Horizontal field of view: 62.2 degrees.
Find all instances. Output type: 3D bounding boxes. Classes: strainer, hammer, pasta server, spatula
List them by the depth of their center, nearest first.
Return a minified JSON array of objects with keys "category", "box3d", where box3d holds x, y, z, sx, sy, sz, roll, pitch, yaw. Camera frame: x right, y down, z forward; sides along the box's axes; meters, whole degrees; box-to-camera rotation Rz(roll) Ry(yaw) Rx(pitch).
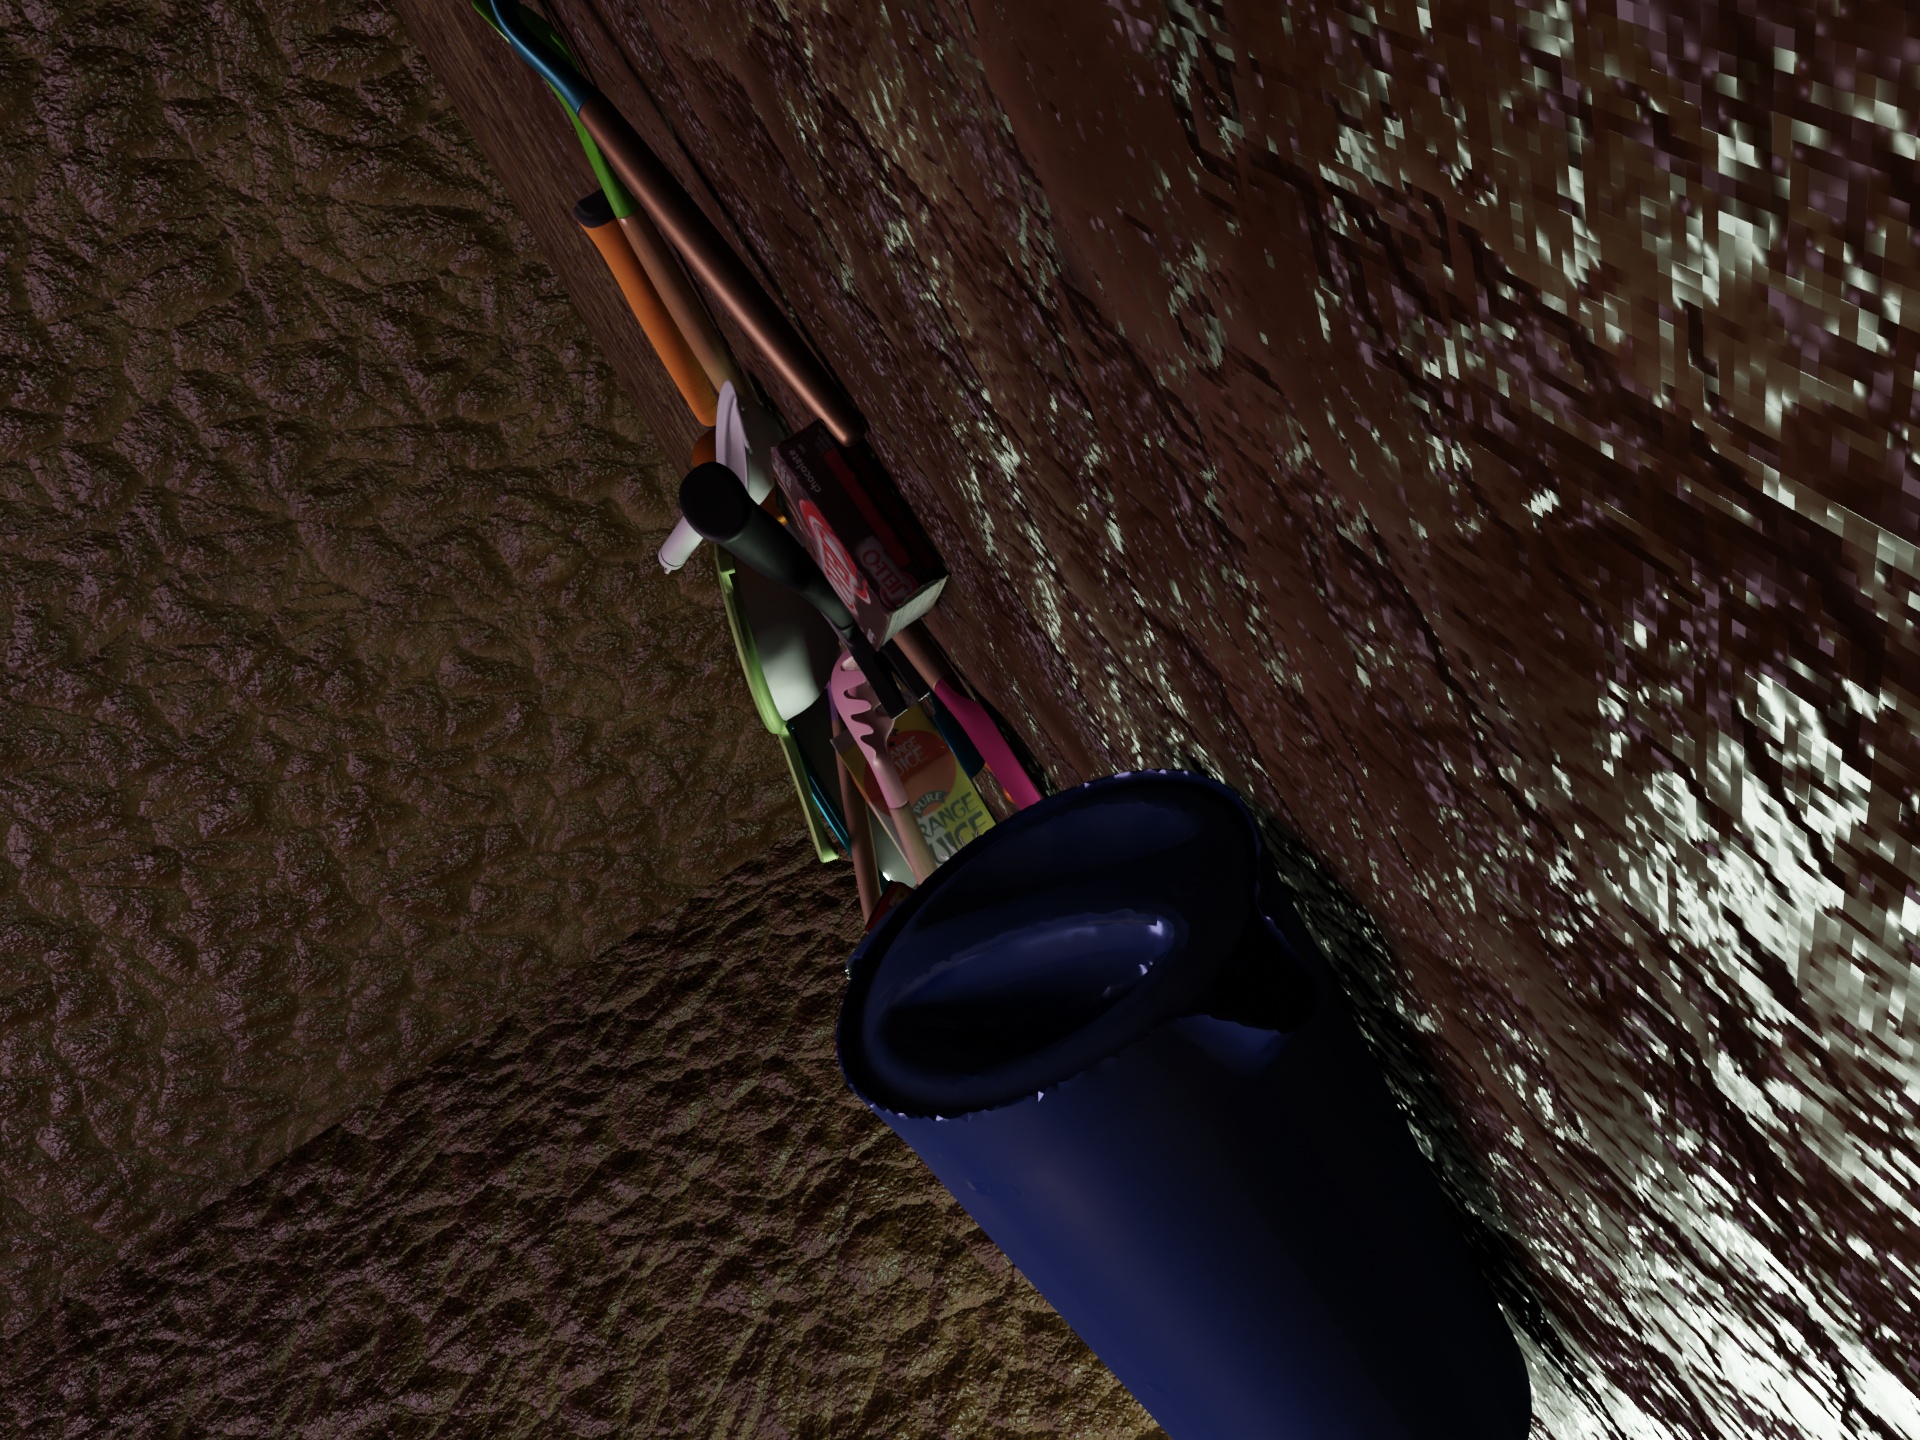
[{"category":"spatula","box3d":[-0.132,-0.247,0.672,0.317,0.044,0.082,52,173,5]},{"category":"hammer","box3d":[-0.088,-0.080,0.887,0.146,0.035,0.334,54,-177,8]},{"category":"strainer","box3d":[-0.154,-0.142,1.007,0.258,0.050,0.087,-32,65,61]},{"category":"pasta server","box3d":[-0.028,0.080,1.130,0.060,0.040,0.316,-61,-43,-55]},{"category":"hammer","box3d":[-0.191,-0.240,1.151,0.127,0.034,0.336,55,174,35]},{"category":"strainer","box3d":[-0.112,-0.021,1.174,0.151,0.069,0.256,-109,2,-78]},{"category":"spatula","box3d":[-0.088,0.024,1.224,0.059,0.018,0.316,49,-151,-71]},{"category":"strainer","box3d":[-0.073,0.039,1.401,0.211,0.095,0.340,58,-179,-9]}]

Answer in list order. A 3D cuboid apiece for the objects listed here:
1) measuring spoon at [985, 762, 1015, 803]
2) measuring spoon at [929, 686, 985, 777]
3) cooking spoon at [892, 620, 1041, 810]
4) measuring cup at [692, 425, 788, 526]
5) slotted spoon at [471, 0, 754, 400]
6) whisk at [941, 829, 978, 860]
[{"category":"measuring spoon","box3d":[0.018,0.030,0.934,0.021,0.011,0.117,59,174,-18]},{"category":"measuring spoon","box3d":[-0.001,-0.003,0.940,0.042,0.021,0.129,58,-176,-19]},{"category":"cooking spoon","box3d":[-0.020,-0.036,0.872,0.319,0.017,0.068,54,178,36]},{"category":"measuring cup","box3d":[-0.126,-0.128,1.097,0.173,0.052,0.095,63,173,-26]},{"category":"slotted spoon","box3d":[-0.177,-0.271,0.906,0.070,0.031,0.313,52,174,43]},{"category":"whisk","box3d":[0.014,0.101,1.017,0.070,0.070,0.284,57,179,4]}]
